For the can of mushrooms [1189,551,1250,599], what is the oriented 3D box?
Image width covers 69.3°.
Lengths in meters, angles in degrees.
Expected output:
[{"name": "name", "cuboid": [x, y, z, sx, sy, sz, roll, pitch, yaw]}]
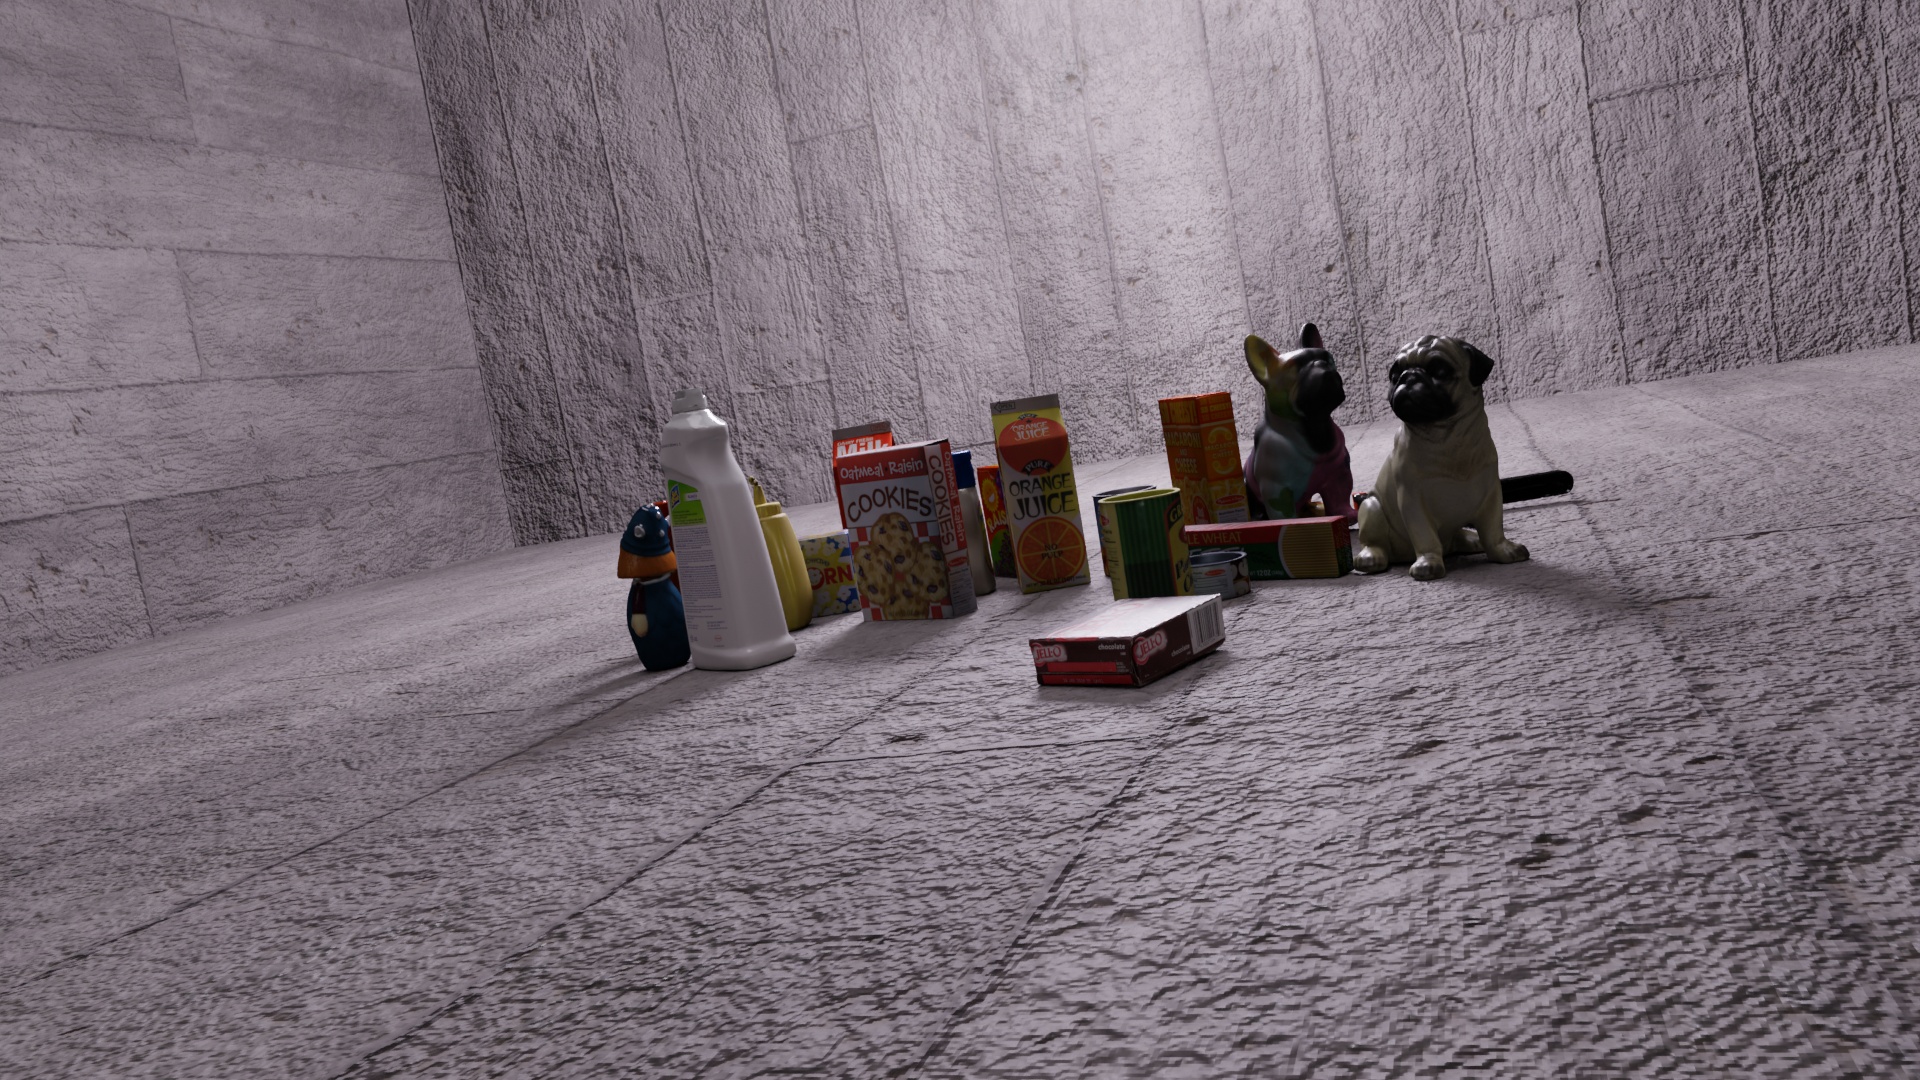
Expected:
[{"name": "can of mushrooms", "cuboid": [0.215, 0.031, 1.190, 0.071, 0.033, 0.071, -10, 6, 1]}]

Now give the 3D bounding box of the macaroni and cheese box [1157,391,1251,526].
[{"name": "macaroni and cheese box", "cuboid": [0.249, -0.066, 1.411, 0.040, 0.166, 0.124, -10, 6, -9]}]

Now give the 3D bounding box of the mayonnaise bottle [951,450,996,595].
[{"name": "mayonnaise bottle", "cuboid": [0.005, -0.018, 1.437, 0.041, 0.148, 0.065, -9, 5, 7]}]

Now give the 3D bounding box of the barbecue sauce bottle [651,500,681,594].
[{"name": "barbecue sauce bottle", "cuboid": [-0.289, 0.032, 1.431, 0.044, 0.148, 0.065, -10, 5, -5]}]

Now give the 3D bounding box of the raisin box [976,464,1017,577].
[{"name": "raisin box", "cuboid": [0.061, -0.023, 1.510, 0.040, 0.123, 0.086, -12, 6, -26]}]

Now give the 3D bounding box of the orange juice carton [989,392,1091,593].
[{"name": "orange juice carton", "cuboid": [0.079, -0.049, 1.400, 0.072, 0.192, 0.073, -10, 5, 0]}]

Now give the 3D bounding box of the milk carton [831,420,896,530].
[{"name": "milk carton", "cuboid": [-0.101, -0.040, 1.611, 0.072, 0.190, 0.073, -9, 5, 4]}]

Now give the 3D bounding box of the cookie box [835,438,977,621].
[{"name": "cookie box", "cuboid": [-0.053, -0.009, 1.347, 0.123, 0.167, 0.040, -5, 7, 42]}]

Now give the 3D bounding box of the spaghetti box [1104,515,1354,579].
[{"name": "spaghetti box", "cuboid": [0.237, 0.011, 1.264, 0.249, 0.050, 0.029, -4, 8, 44]}]

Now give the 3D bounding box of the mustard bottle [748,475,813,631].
[{"name": "mustard bottle", "cuboid": [-0.192, 0.012, 1.406, 0.065, 0.160, 0.049, -8, 6, 21]}]

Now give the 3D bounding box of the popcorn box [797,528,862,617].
[{"name": "popcorn box", "cuboid": [-0.170, 0.040, 1.474, 0.127, 0.085, 0.038, -9, 5, 5]}]

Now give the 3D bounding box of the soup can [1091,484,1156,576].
[{"name": "soup can", "cuboid": [0.171, -0.010, 1.403, 0.071, 0.083, 0.071, -10, 6, 1]}]

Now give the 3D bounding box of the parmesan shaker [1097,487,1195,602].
[{"name": "parmesan shaker", "cuboid": [0.152, 0.013, 1.120, 0.071, 0.103, 0.071, -10, 5, 1]}]
